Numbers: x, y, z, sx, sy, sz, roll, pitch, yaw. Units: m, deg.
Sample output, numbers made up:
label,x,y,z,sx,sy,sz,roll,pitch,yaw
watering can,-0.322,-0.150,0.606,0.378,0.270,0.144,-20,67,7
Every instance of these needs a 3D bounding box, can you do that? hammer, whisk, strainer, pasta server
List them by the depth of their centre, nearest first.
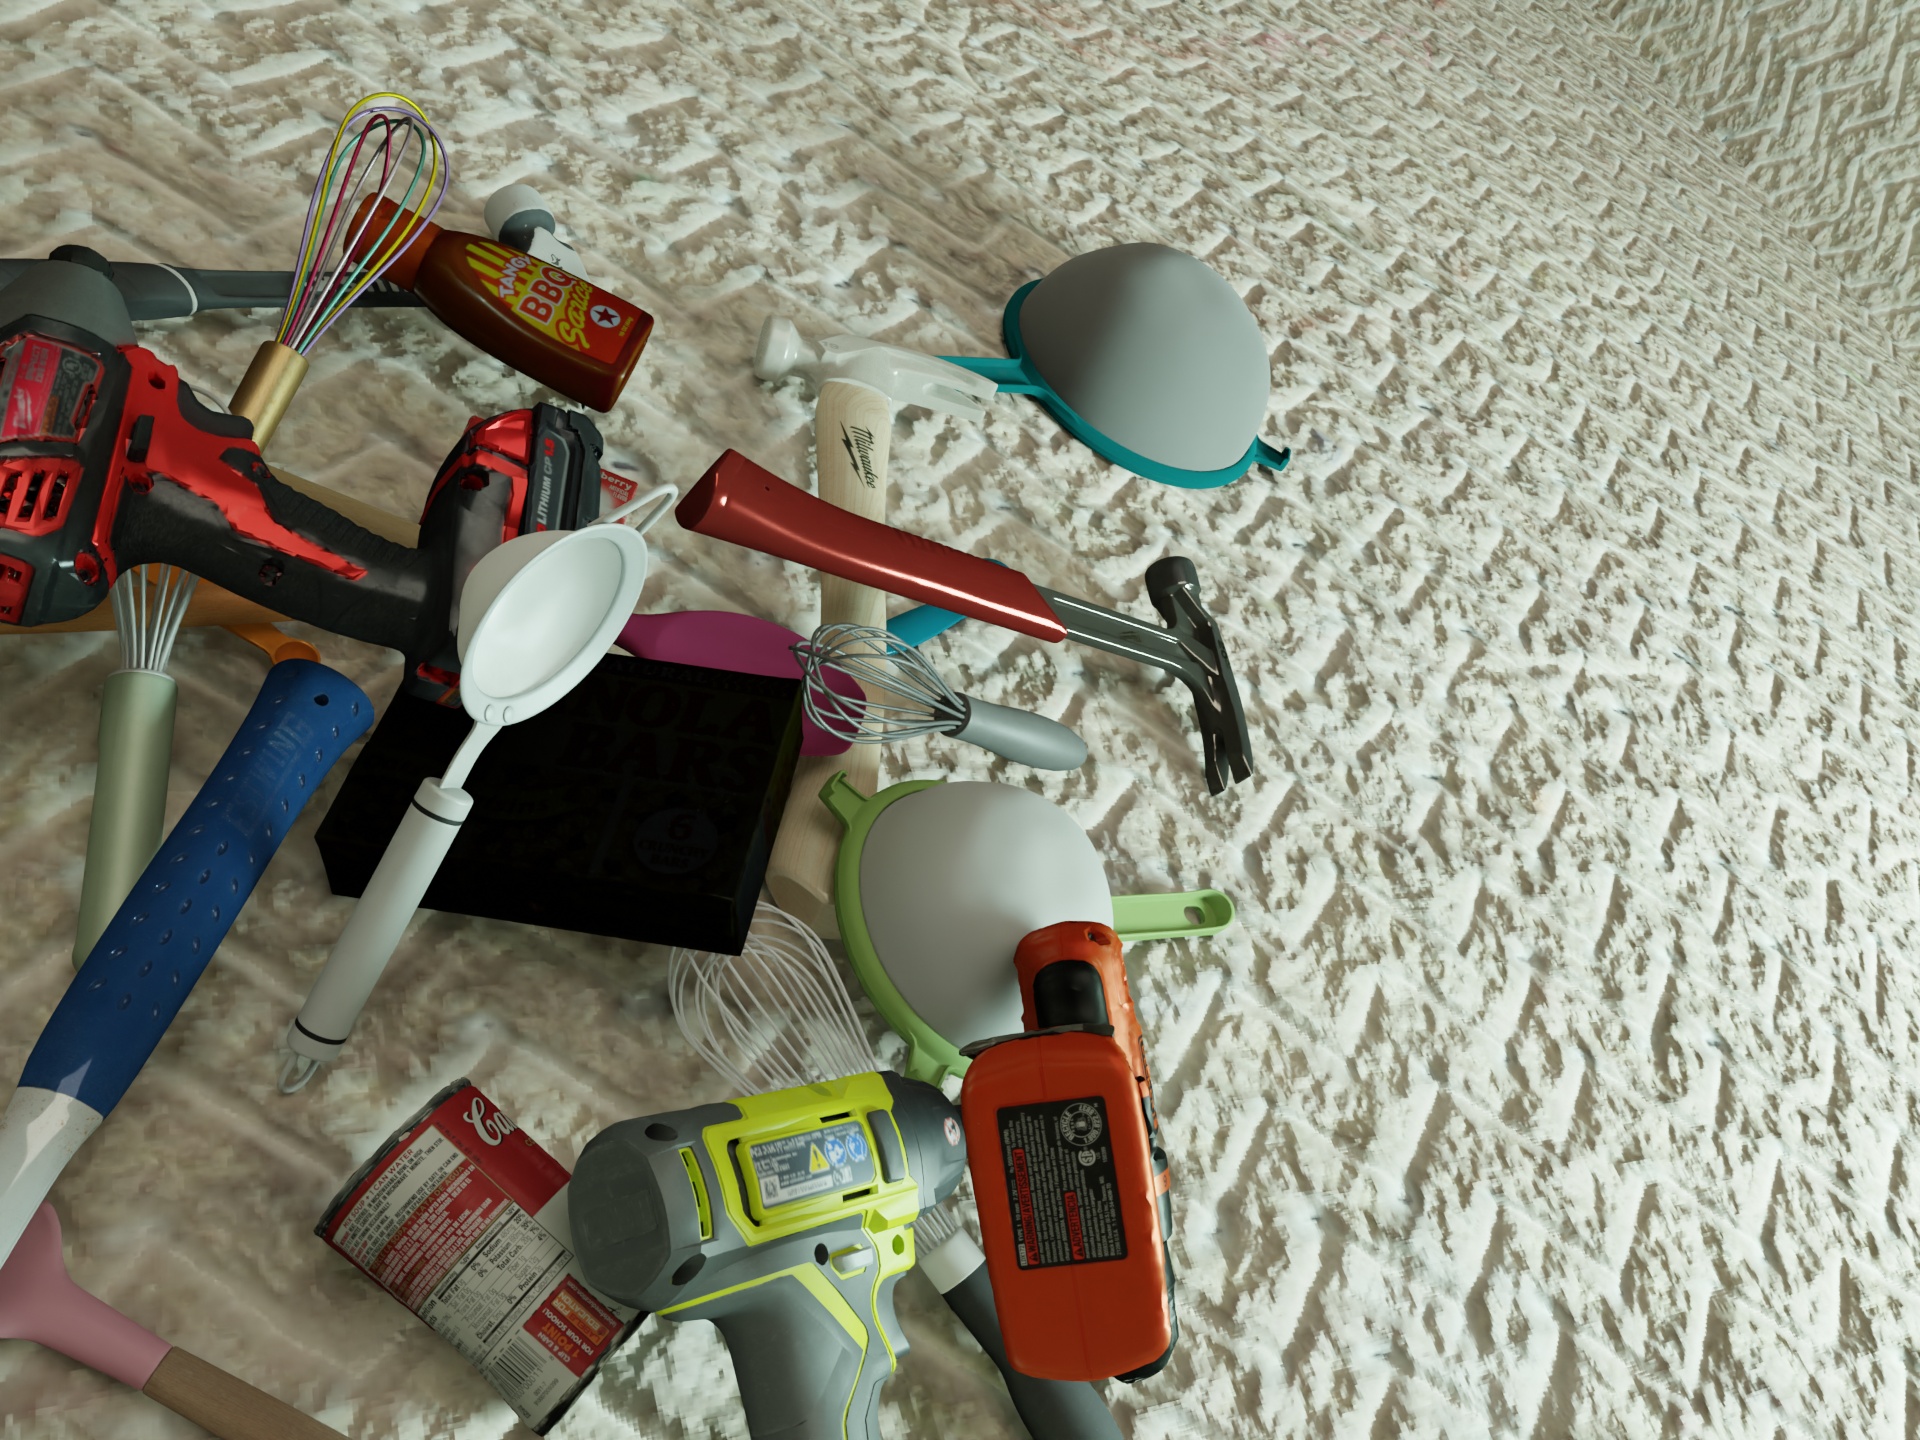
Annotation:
label,x,y,z,sx,sy,sz,roll,pitch,yaw
hammer,-0.279,0.121,0.472,0.144,0.035,0.406,28,40,-15
pasta server,-0.222,0.211,0.489,0.316,0.040,0.060,33,43,-6
strainer,-0.181,0.020,0.560,0.050,0.258,0.087,30,4,15
whisk,-0.309,-0.022,0.601,0.059,0.057,0.246,-5,69,-1
whisk,-0.023,0.188,0.634,0.070,0.070,0.285,-29,78,-46
whisk,-0.301,-0.187,0.724,0.051,0.047,0.245,16,70,6
strainer,0.061,0.084,0.746,0.256,0.069,0.152,3,59,-42
hammer,-0.360,-0.204,0.770,0.409,0.036,0.149,-14,63,-40
whisk,0.000,-0.003,0.774,0.238,0.055,0.055,18,40,-54
hammer,0.016,-0.059,0.832,0.358,0.036,0.149,14,54,-38
hammer,-0.048,-0.065,0.843,0.146,0.038,0.411,12,49,-15
strainer,0.095,-0.262,1.080,0.340,0.095,0.211,-10,59,-41

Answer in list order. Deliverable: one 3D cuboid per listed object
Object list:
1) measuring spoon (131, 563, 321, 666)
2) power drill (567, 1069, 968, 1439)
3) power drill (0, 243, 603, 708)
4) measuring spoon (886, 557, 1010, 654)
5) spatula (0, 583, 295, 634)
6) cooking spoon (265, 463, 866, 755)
label,x,y,z,sx,sy,sz,roll,pitch,yaw
measuring spoon,-0.323,-0.051,0.678,0.117,0.011,0.021,34,44,2
power drill,-0.027,0.231,0.525,0.171,0.080,0.223,4,63,-51
power drill,-0.252,-0.088,0.590,0.219,0.078,0.143,14,58,-31
measuring spoon,-0.008,-0.064,0.889,0.042,0.021,0.128,48,43,12
spatula,-0.359,-0.045,0.615,0.322,0.041,0.081,-6,69,-34
cooking spoon,-0.194,-0.058,0.736,0.319,0.017,0.069,23,53,-6
